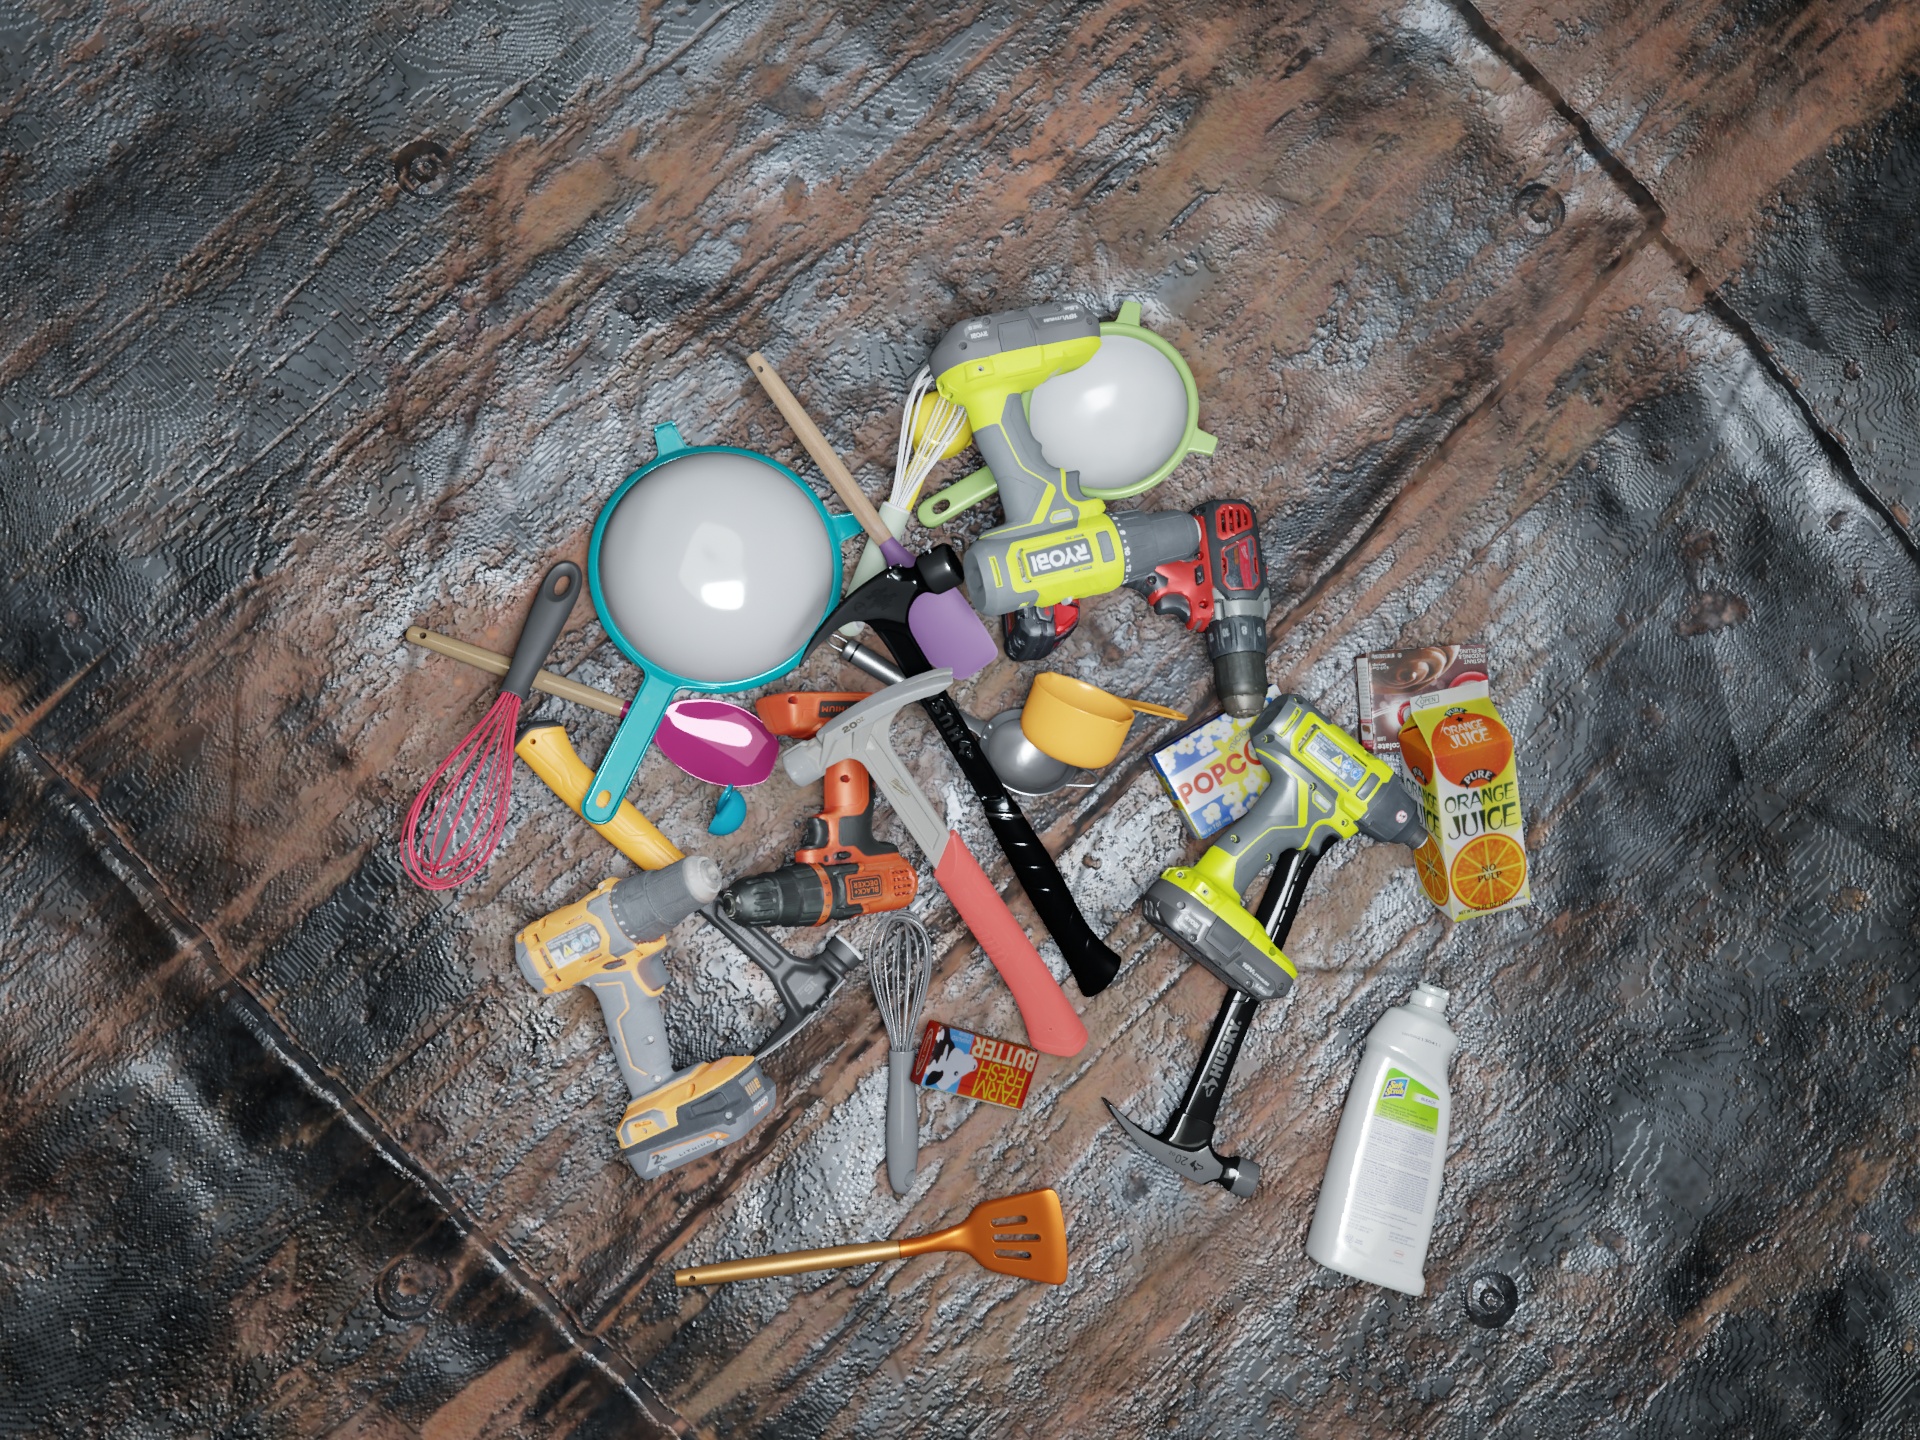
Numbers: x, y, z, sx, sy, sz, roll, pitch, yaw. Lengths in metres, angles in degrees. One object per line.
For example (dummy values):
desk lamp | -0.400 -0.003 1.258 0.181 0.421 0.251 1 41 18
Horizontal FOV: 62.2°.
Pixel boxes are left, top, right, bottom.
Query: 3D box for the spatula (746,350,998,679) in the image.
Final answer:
spatula | -0.078 -0.167 1.303 0.060 0.018 0.316 -33 99 14

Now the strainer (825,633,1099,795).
strainer | -0.002 -0.004 1.341 0.258 0.050 0.087 31 55 -1

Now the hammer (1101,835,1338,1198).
hammer | 0.240 0.227 1.363 0.146 0.035 0.335 23 85 -6

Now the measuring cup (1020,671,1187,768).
measuring cup | 0.124 0.007 1.330 0.173 0.095 0.052 8 112 -42

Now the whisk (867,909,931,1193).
whisk | -0.050 0.276 1.323 0.055 0.055 0.239 -1 92 -6

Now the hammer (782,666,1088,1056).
hammer | 0.014 0.129 1.274 0.149 0.037 0.358 -28 113 12

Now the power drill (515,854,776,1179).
power drill | -0.231 0.227 1.262 0.185 0.084 0.226 -28 90 20

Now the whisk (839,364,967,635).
whisk | -0.052 -0.185 1.328 0.059 0.057 0.246 28 99 33

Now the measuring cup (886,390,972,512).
measuring cup | -0.038 -0.210 1.352 0.062 0.029 0.156 27 83 -5

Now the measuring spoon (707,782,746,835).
measuring spoon | -0.183 0.071 1.275 0.021 0.128 0.042 33 75 -2

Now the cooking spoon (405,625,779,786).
cooking spoon | -0.305 -0.019 1.321 0.319 0.017 0.069 20 80 -6

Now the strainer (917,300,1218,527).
strainer | 0.081 -0.229 1.355 0.256 0.069 0.151 -29 80 7

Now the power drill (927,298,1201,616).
power drill | 0.079 -0.208 1.264 0.190 0.080 0.228 -15 88 -14

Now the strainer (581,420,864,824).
strainer | -0.223 -0.075 1.279 0.211 0.095 0.340 25 79 -5

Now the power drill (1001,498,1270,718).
power drill | 0.152 -0.092 1.336 0.226 0.080 0.188 -2 77 -9

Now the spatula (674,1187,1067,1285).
spatula | -0.074 0.442 1.316 0.322 0.041 0.081 -6 89 -6

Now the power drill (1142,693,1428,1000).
power drill | 0.271 0.113 1.315 0.171 0.080 0.223 39 82 -6

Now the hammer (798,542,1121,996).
hammer | 0.021 0.061 1.287 0.149 0.036 0.408 -25 110 15

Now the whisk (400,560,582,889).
whisk | -0.365 -0.001 1.268 0.073 0.073 0.296 20 67 -5

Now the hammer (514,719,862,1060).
hammer | -0.243 0.129 1.314 0.337 0.034 0.127 43 83 -3
